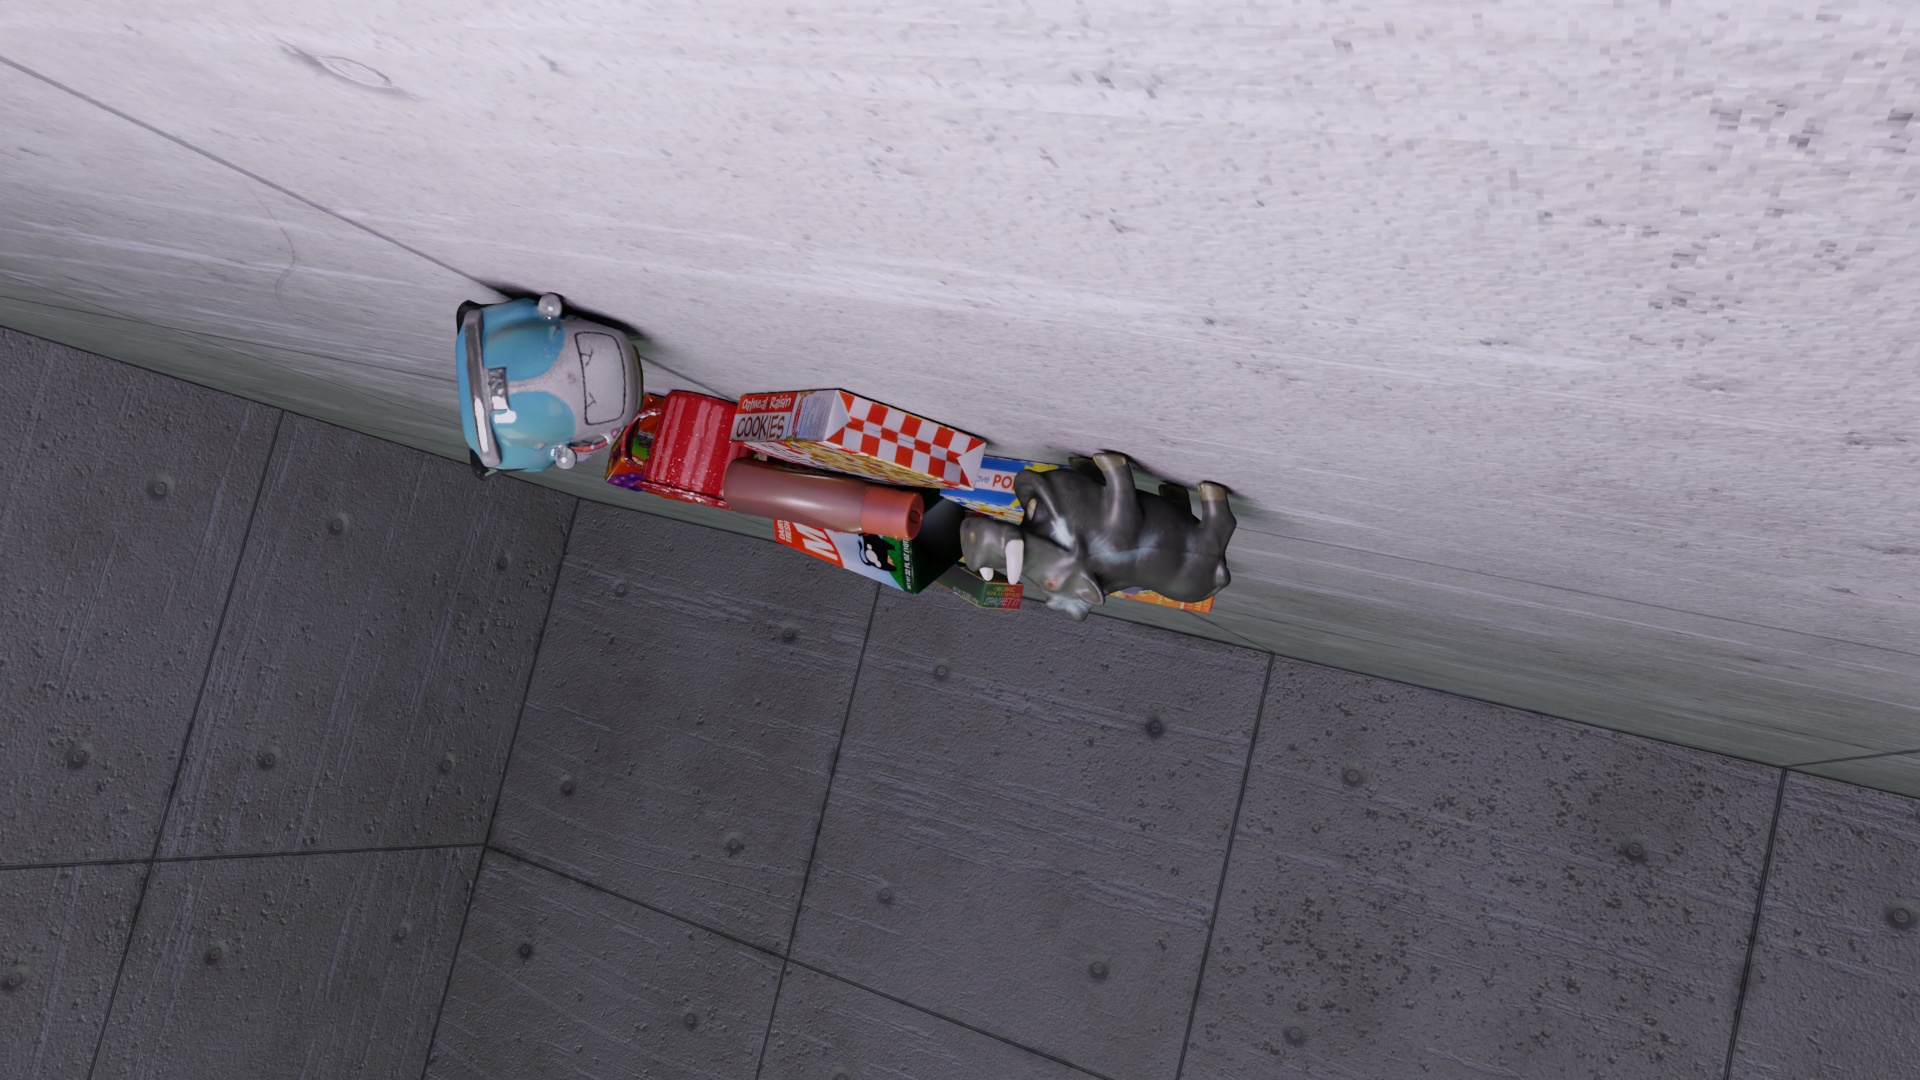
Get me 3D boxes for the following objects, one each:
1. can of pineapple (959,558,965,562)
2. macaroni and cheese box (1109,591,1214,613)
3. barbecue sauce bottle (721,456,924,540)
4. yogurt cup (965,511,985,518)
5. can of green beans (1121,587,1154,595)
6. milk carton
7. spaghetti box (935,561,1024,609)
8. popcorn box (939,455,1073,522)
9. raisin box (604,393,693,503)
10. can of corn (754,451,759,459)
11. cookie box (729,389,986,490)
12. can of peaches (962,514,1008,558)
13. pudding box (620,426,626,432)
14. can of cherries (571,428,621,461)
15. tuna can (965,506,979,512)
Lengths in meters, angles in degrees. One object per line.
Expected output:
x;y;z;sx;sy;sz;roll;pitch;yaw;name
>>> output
-0.002;-0.013;1.384;0.058;0.071;0.071;14;176;-2;can of pineapple
0.158;0.029;1.378;0.166;0.040;0.124;11;-171;-5;macaroni and cheese box
-0.102;-0.030;1.054;0.148;0.043;0.065;11;176;18;barbecue sauce bottle
-0.007;-0.030;1.240;0.072;0.054;0.072;14;176;1;yogurt cup
0.155;0.012;1.192;0.071;0.071;0.058;13;176;10;can of green beans
-0.093;-0.029;1.149;0.191;0.072;0.074;19;-140;30;milk carton
-0.029;0.019;1.447;0.050;0.028;0.250;6;-167;-38;spaghetti box
0.059;-0.035;1.074;0.127;0.038;0.085;11;174;40;popcorn box
-0.257;-0.078;1.233;0.086;0.040;0.123;14;155;-24;raisin box
-0.201;-0.066;1.328;0.058;0.071;0.071;13;175;16;can of corn
-0.079;-0.072;1.010;0.123;0.040;0.167;16;175;-31;cookie box
0.005;-0.016;1.303;0.071;0.071;0.058;12;176;18;can of peaches
-0.308;-0.114;1.265;0.084;0.030;0.049;16;176;-24;pudding box
-0.314;-0.103;1.156;0.071;0.071;0.058;15;175;-19;can of cherries
-0.013;-0.047;1.177;0.071;0.033;0.071;14;176;1;tuna can
